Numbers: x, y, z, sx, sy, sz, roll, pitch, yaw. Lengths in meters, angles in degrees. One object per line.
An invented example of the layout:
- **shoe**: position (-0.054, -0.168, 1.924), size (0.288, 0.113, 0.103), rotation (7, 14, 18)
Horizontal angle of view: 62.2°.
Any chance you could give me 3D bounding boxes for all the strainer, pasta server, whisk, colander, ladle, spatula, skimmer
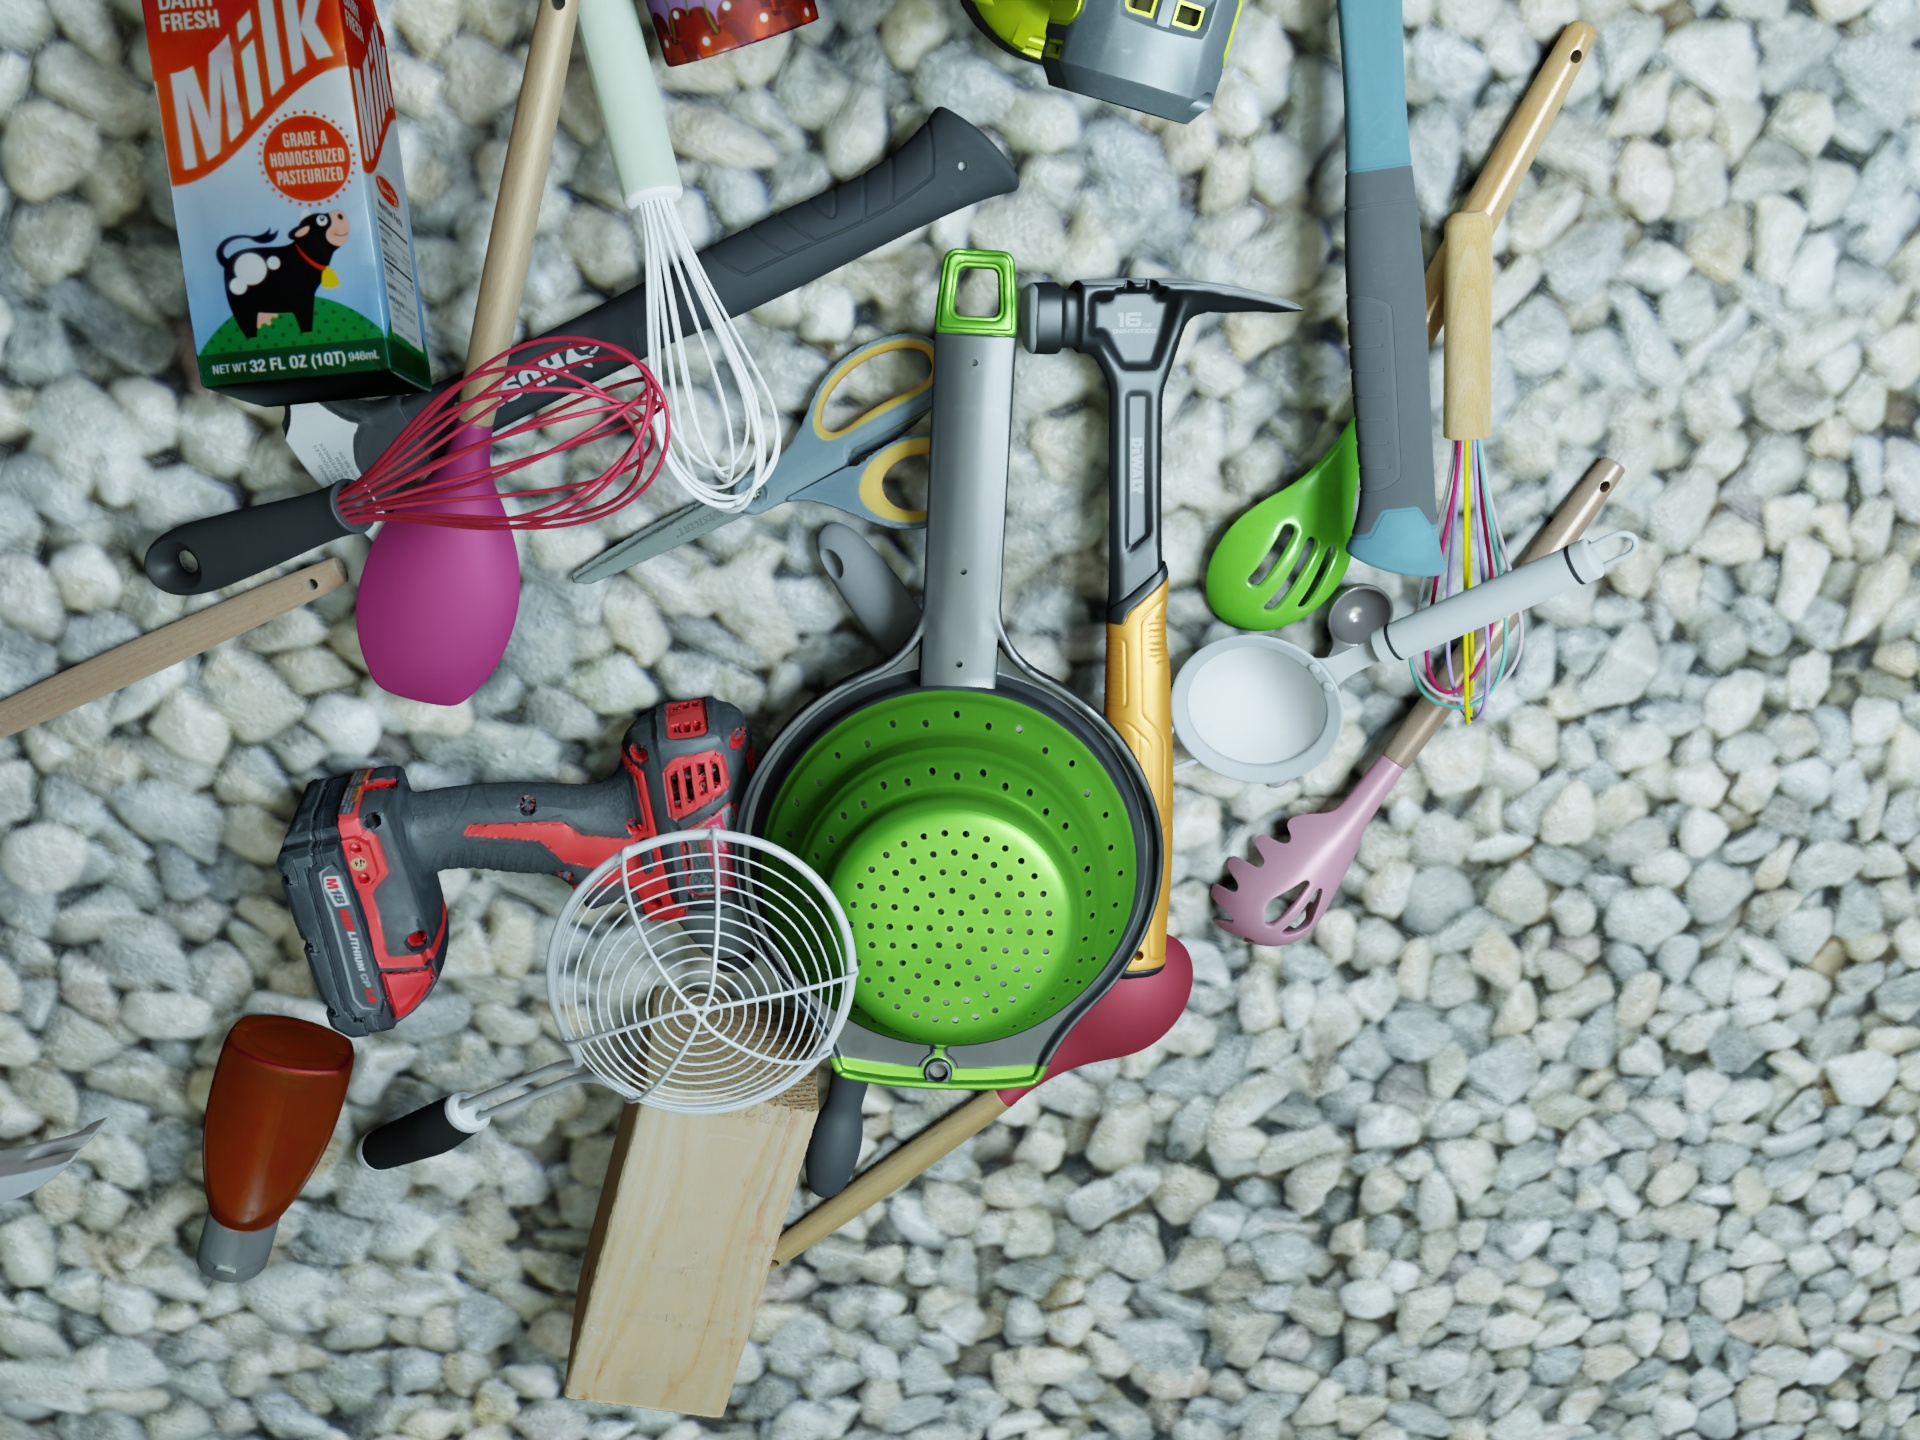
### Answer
- **strainer**: position (0.199, -0.033, 0.763), size (0.258, 0.050, 0.086), rotation (-26, 111, 37)
- **pasta server**: position (0.240, -0.004, 0.835), size (0.060, 0.040, 0.316), rotation (30, 102, -19)
- **whisk**: position (-0.123, -0.205, 0.648), size (0.058, 0.059, 0.246), rotation (-17, 95, -38)
- **colander**: position (-0.001, -0.002, 0.698), size (0.204, 0.094, 0.397), rotation (3, 103, -1)
- **ladle**: position (0.003, 0.225, 0.899), size (0.315, 0.031, 0.069), rotation (-38, 114, 10)
- **spatula**: position (-0.427, -0.006, 0.737), size (0.316, 0.018, 0.059), rotation (-24, 113, 4)
- **whisk**: position (0.239, -0.114, 0.755), size (0.047, 0.051, 0.244), rotation (-22, 115, -37)
- **skimmer**: position (-0.190, 0.152, 0.752), size (0.127, 0.090, 0.363), rotation (46, 136, -15)
- **whisk**: position (0.002, -0.001, 0.791), size (0.055, 0.055, 0.238), rotation (-34, 109, 7)
- **whisk**: position (-0.237, -0.094, 0.655), size (0.296, 0.073, 0.073), rotation (-12, 118, 27)
- **whisk**: position (-0.047, 0.145, 0.843), size (0.070, 0.070, 0.284), rotation (8, 117, -12)

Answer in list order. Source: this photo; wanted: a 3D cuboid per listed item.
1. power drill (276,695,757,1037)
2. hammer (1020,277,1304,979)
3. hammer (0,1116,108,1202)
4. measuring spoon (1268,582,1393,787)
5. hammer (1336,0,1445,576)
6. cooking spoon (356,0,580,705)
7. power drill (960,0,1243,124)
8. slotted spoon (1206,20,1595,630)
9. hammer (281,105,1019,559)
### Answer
- **power drill**: position (-0.201, 0.076, 0.778), size (0.219, 0.079, 0.143), rotation (-11, 115, -7)
- **hammer**: position (0.092, -0.037, 0.761), size (0.127, 0.034, 0.336), rotation (-2, 104, -7)
- **hammer**: position (-0.555, 0.073, 0.729), size (0.143, 0.038, 0.386), rotation (-16, 114, 16)
- **measuring spoon**: position (0.186, -0.019, 0.828), size (0.034, 0.018, 0.124), rotation (13, 118, -16)
- **hammer**: position (0.180, -0.224, 0.688), size (0.128, 0.033, 0.331), rotation (-6, 106, 7)
- **cooking spoon**: position (-0.200, -0.151, 0.670), size (0.068, 0.017, 0.318), rotation (14, 110, -12)
- **power drill**: position (0.063, -0.310, 0.563), size (0.080, 0.223, 0.171), rotation (11, 111, -13)
- **slotted spoon**: position (0.210, -0.176, 0.753), size (0.070, 0.031, 0.313), rotation (20, 108, -22)
- **hammer**: position (-0.130, -0.174, 0.699), size (0.335, 0.035, 0.146), rotation (-25, 114, 3)
